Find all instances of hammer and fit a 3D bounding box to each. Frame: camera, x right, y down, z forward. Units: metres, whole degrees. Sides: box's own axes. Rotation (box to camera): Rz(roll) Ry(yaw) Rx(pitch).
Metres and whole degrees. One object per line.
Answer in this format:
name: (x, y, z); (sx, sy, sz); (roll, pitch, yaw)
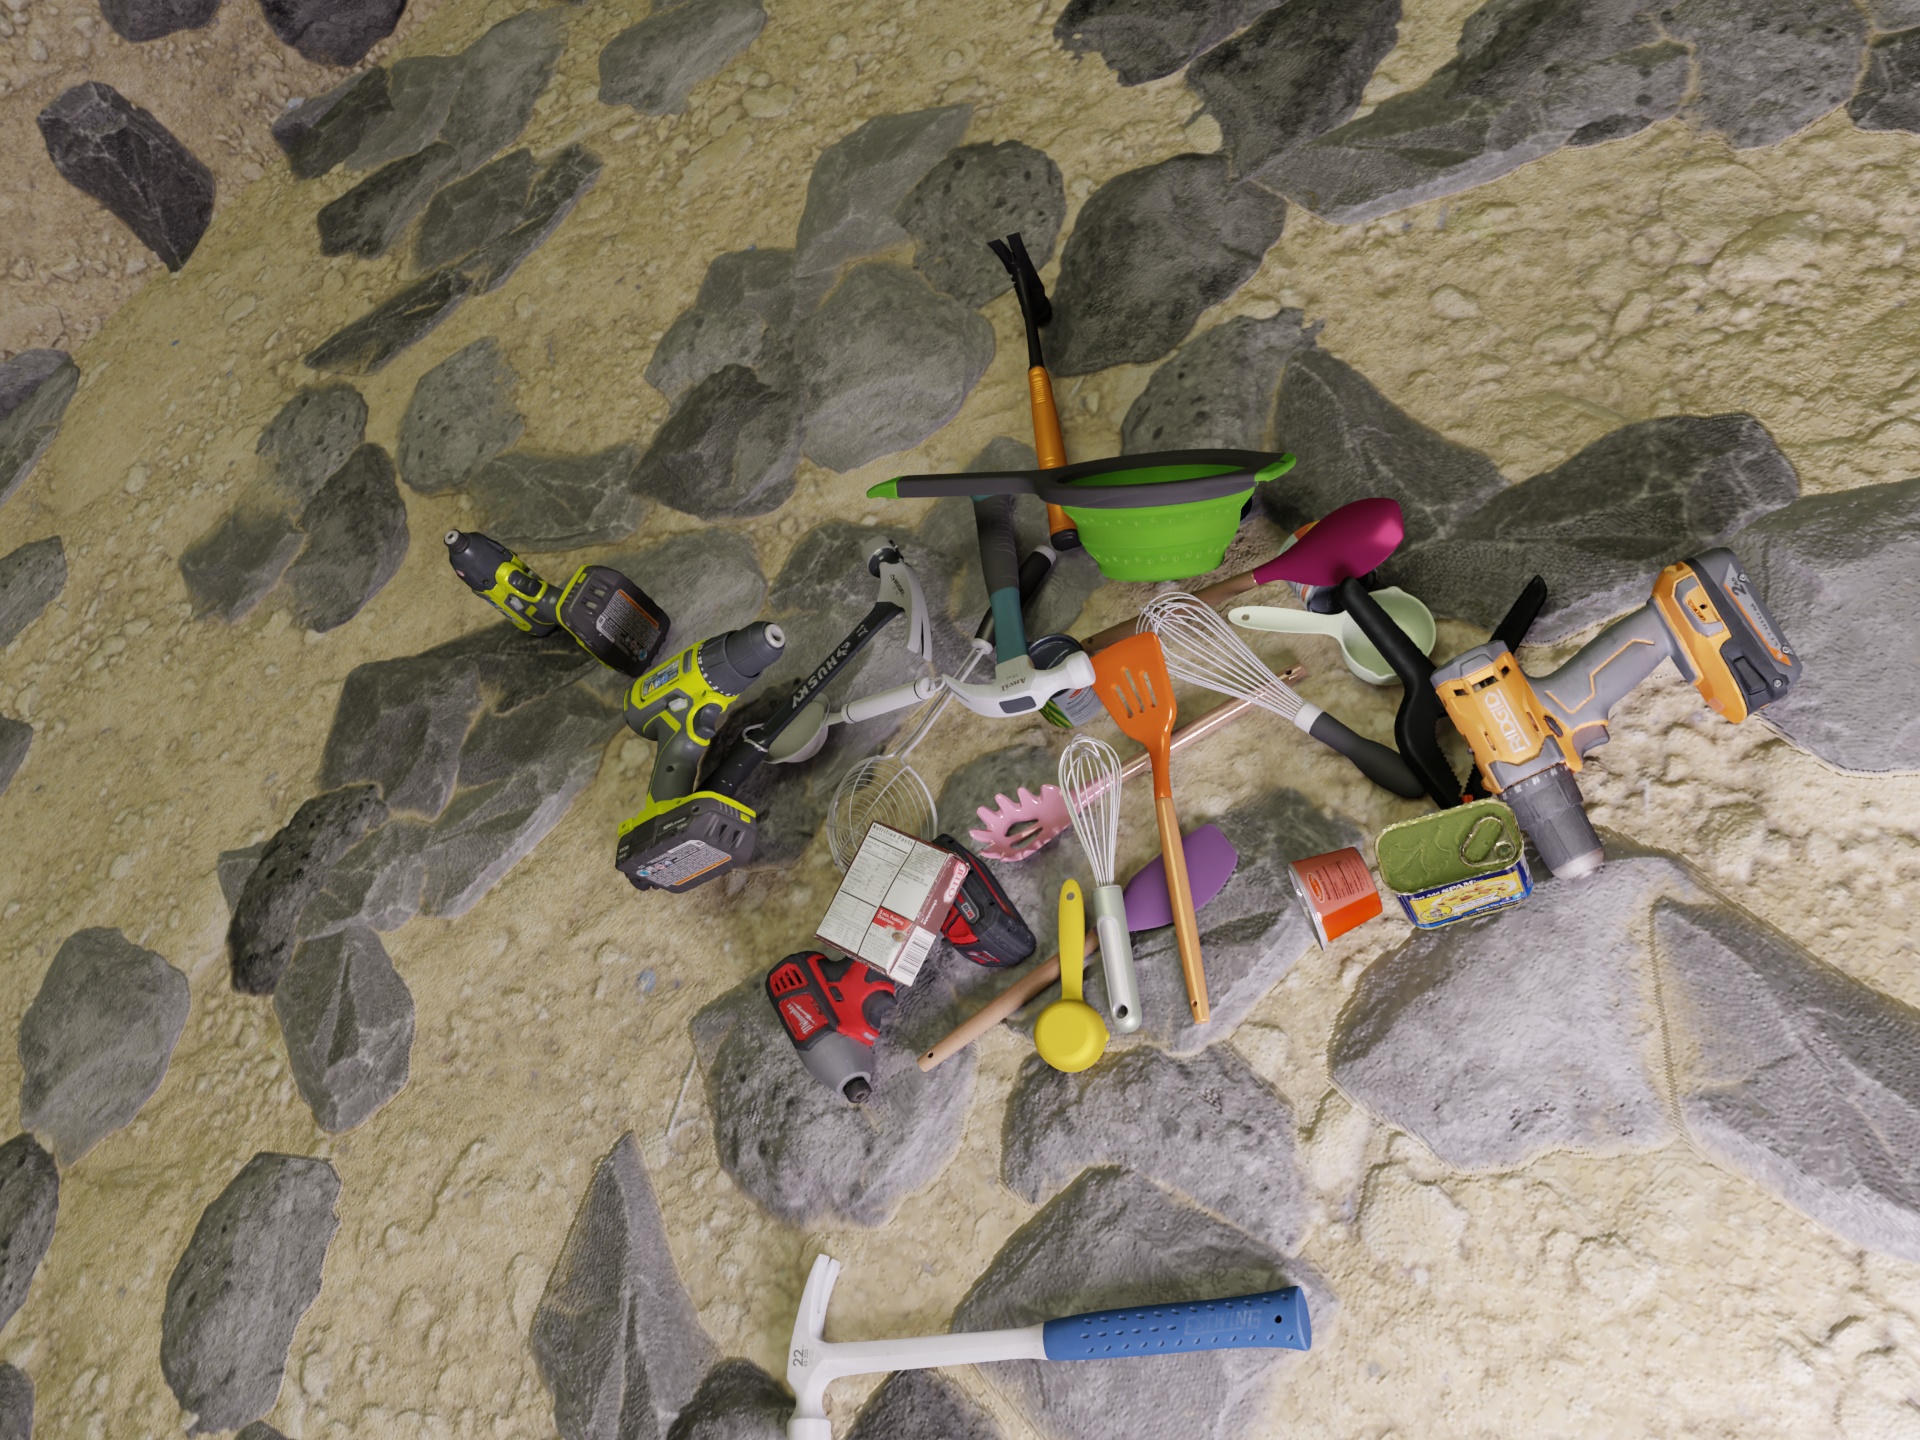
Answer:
hammer: (0.053, 0.451, 1.171); (0.405, 0.035, 0.144); (-14, 58, 20)
hammer: (-0.176, 0.014, 1.484); (0.409, 0.036, 0.149); (-46, 43, 16)
hammer: (0.080, -0.317, 1.559); (0.034, 0.127, 0.337); (-15, 63, 14)
hammer: (0.040, -0.122, 1.457); (0.128, 0.033, 0.331); (-21, 40, 13)

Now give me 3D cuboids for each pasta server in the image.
pasta server: (0.153, 0.032, 1.358); (0.316, 0.040, 0.060); (-31, 62, 8)

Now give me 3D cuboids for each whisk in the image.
whisk: (0.260, -0.020, 1.305); (0.285, 0.070, 0.070); (36, 83, 24)
whisk: (0.117, 0.129, 1.288); (0.058, 0.059, 0.246); (-17, 73, 29)

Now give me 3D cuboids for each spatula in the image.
spatula: (0.094, 0.194, 1.308); (0.316, 0.018, 0.060); (-36, 57, 4)
spatula: (0.163, 0.086, 1.295); (0.081, 0.041, 0.323); (-26, 60, 37)

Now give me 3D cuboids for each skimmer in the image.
skimmer: (-0.002, -0.005, 1.467); (0.127, 0.090, 0.363); (16, 61, 38)

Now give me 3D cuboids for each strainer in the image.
strainer: (-0.106, -0.003, 1.477); (0.258, 0.050, 0.087); (-17, 41, 42)

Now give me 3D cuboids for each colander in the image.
colander: (0.099, -0.179, 1.427); (0.397, 0.204, 0.094); (2, 108, 25)

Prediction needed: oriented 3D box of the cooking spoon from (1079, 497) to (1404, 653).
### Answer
cooking spoon: (0.231, -0.113, 1.357); (0.319, 0.017, 0.069); (-22, 60, 36)

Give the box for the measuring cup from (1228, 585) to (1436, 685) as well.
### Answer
measuring cup: (0.306, -0.071, 1.316); (0.167, 0.038, 0.083); (8, 71, 17)

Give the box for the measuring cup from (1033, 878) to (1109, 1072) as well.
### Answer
measuring cup: (0.086, 0.203, 1.281); (0.062, 0.029, 0.157); (-5, 73, 18)

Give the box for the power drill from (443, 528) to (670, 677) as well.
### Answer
power drill: (-0.432, -0.130, 1.678); (0.223, 0.171, 0.080); (19, 73, 31)

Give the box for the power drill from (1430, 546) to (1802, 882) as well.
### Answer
power drill: (0.487, -0.003, 1.163); (0.226, 0.084, 0.185); (-27, 76, 9)

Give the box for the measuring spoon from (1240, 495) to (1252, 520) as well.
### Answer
measuring spoon: (0.212, -0.180, 1.466); (0.128, 0.021, 0.042); (-24, 61, 25)

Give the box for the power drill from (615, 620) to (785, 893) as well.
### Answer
power drill: (-0.237, 0.025, 1.456); (0.190, 0.080, 0.229); (-27, 49, 33)

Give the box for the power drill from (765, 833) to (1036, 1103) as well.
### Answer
power drill: (-0.054, 0.213, 1.342); (0.219, 0.078, 0.143); (-40, 52, 6)
